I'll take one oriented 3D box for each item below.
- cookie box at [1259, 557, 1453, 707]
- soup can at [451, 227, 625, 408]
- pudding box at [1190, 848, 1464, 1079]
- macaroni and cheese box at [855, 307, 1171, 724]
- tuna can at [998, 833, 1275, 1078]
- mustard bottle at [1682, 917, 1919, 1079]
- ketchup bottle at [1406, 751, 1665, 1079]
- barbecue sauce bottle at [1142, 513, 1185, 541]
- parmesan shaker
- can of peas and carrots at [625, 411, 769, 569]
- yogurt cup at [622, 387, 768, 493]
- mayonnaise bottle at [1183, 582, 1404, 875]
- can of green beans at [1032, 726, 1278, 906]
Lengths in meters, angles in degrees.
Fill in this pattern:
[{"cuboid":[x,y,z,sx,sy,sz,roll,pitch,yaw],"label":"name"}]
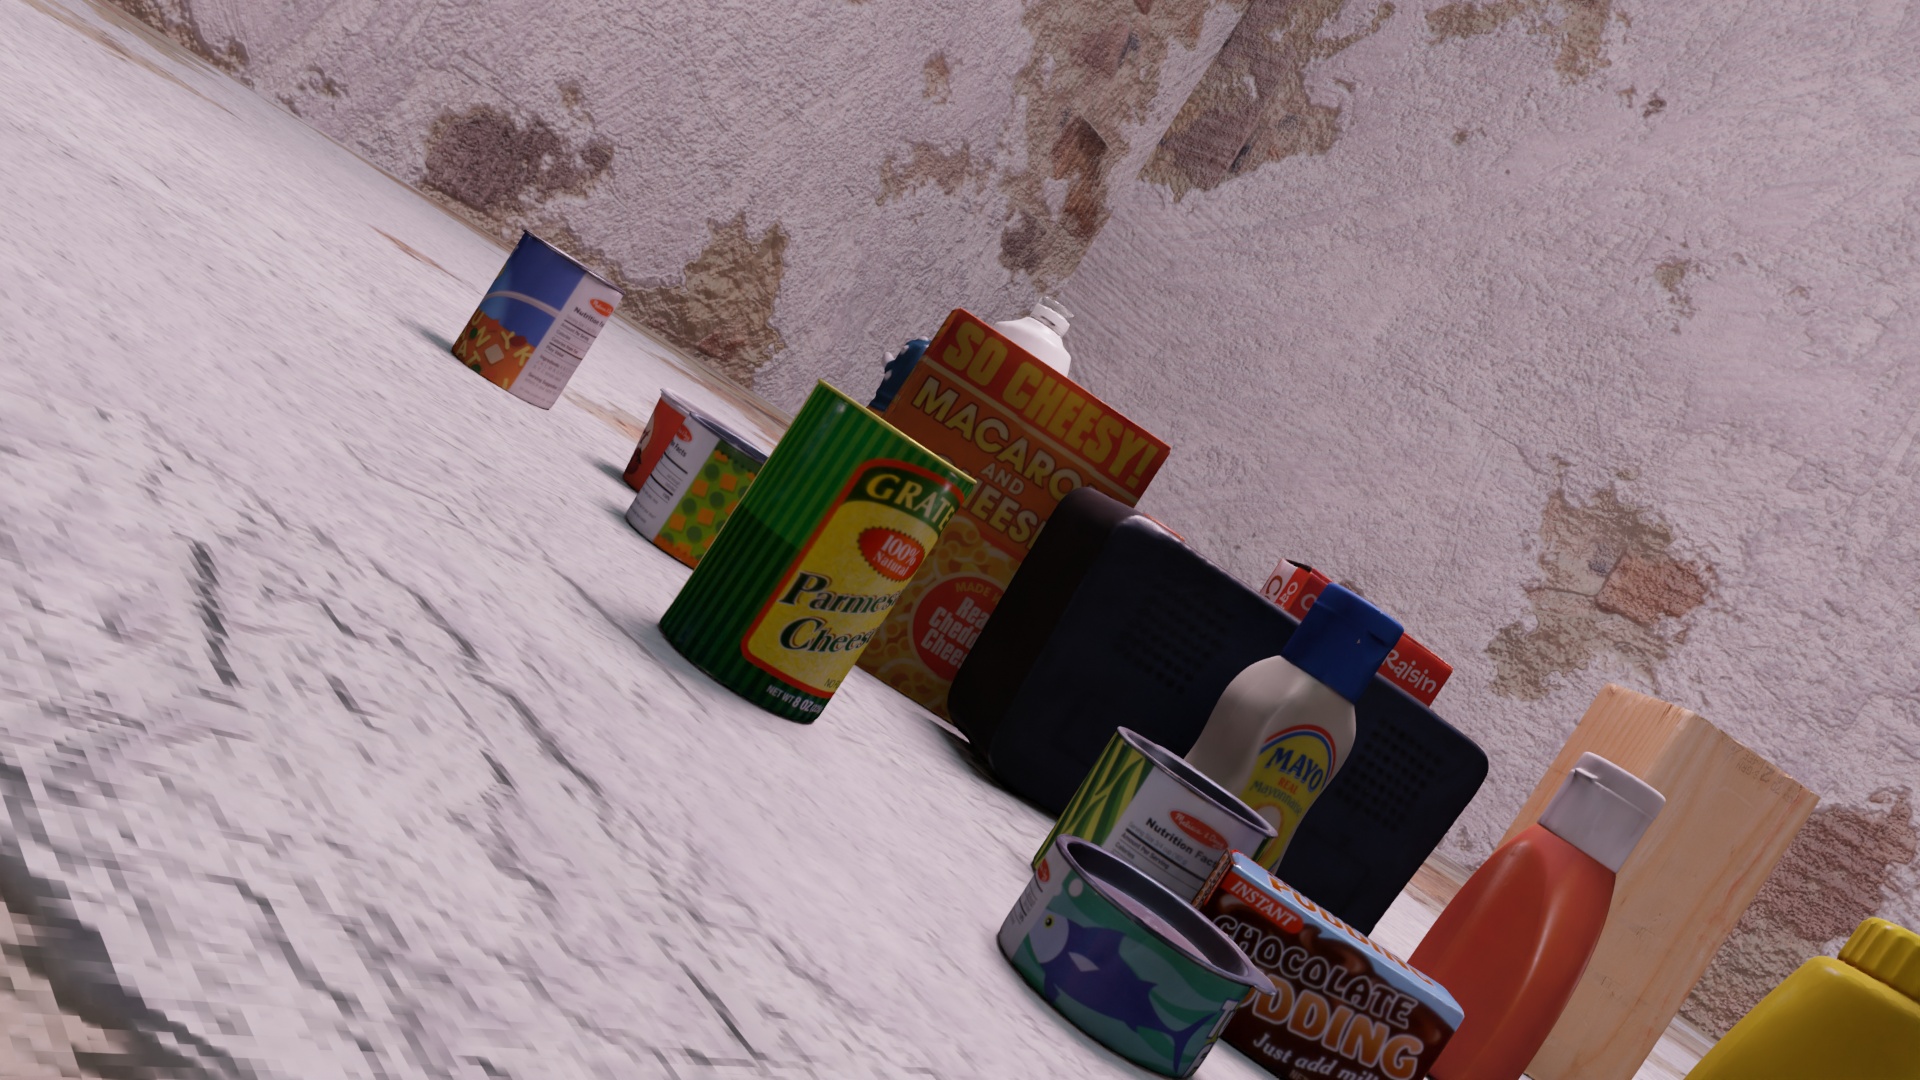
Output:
[{"cuboid":[0.201,0.112,0.834,0.123,0.167,0.040,33,2,-20],"label":"cookie box"},{"cuboid":[-0.249,-0.130,0.814,0.071,0.083,0.071,33,2,-1],"label":"soup can"},{"cuboid":[0.108,0.141,0.437,0.084,0.049,0.030,33,2,6],"label":"pudding box"},{"cuboid":[0.002,-0.008,0.664,0.123,0.166,0.040,33,2,-9],"label":"macaroni and cheese box"},{"cuboid":[0.048,0.115,0.382,0.071,0.033,0.071,33,2,-1],"label":"tuna can"},{"cuboid":[0.183,0.132,0.289,0.049,0.160,0.065,32,2,-34],"label":"mustard bottle"},{"cuboid":[0.237,0.160,0.583,0.043,0.148,0.065,33,2,-21],"label":"ketchup bottle"},{"cuboid":[0.100,0.052,0.963,0.065,0.148,0.043,34,2,14],"label":"barbecue sauce bottle"},{"cuboid":[-0.048,0.005,0.490,0.071,0.103,0.071,33,2,-1],"label":"parmesan shaker"},{"cuboid":[-0.111,-0.018,0.650,0.071,0.058,0.071,33,2,-1],"label":"can of peas and carrots"},{"cuboid":[-0.146,-0.043,0.756,0.072,0.054,0.072,33,2,-1],"label":"yogurt cup"},{"cuboid":[0.126,0.088,0.570,0.064,0.148,0.041,32,2,-29],"label":"mayonnaise bottle"},{"cuboid":[0.068,0.108,0.488,0.071,0.058,0.071,33,2,-1],"label":"can of green beans"}]
